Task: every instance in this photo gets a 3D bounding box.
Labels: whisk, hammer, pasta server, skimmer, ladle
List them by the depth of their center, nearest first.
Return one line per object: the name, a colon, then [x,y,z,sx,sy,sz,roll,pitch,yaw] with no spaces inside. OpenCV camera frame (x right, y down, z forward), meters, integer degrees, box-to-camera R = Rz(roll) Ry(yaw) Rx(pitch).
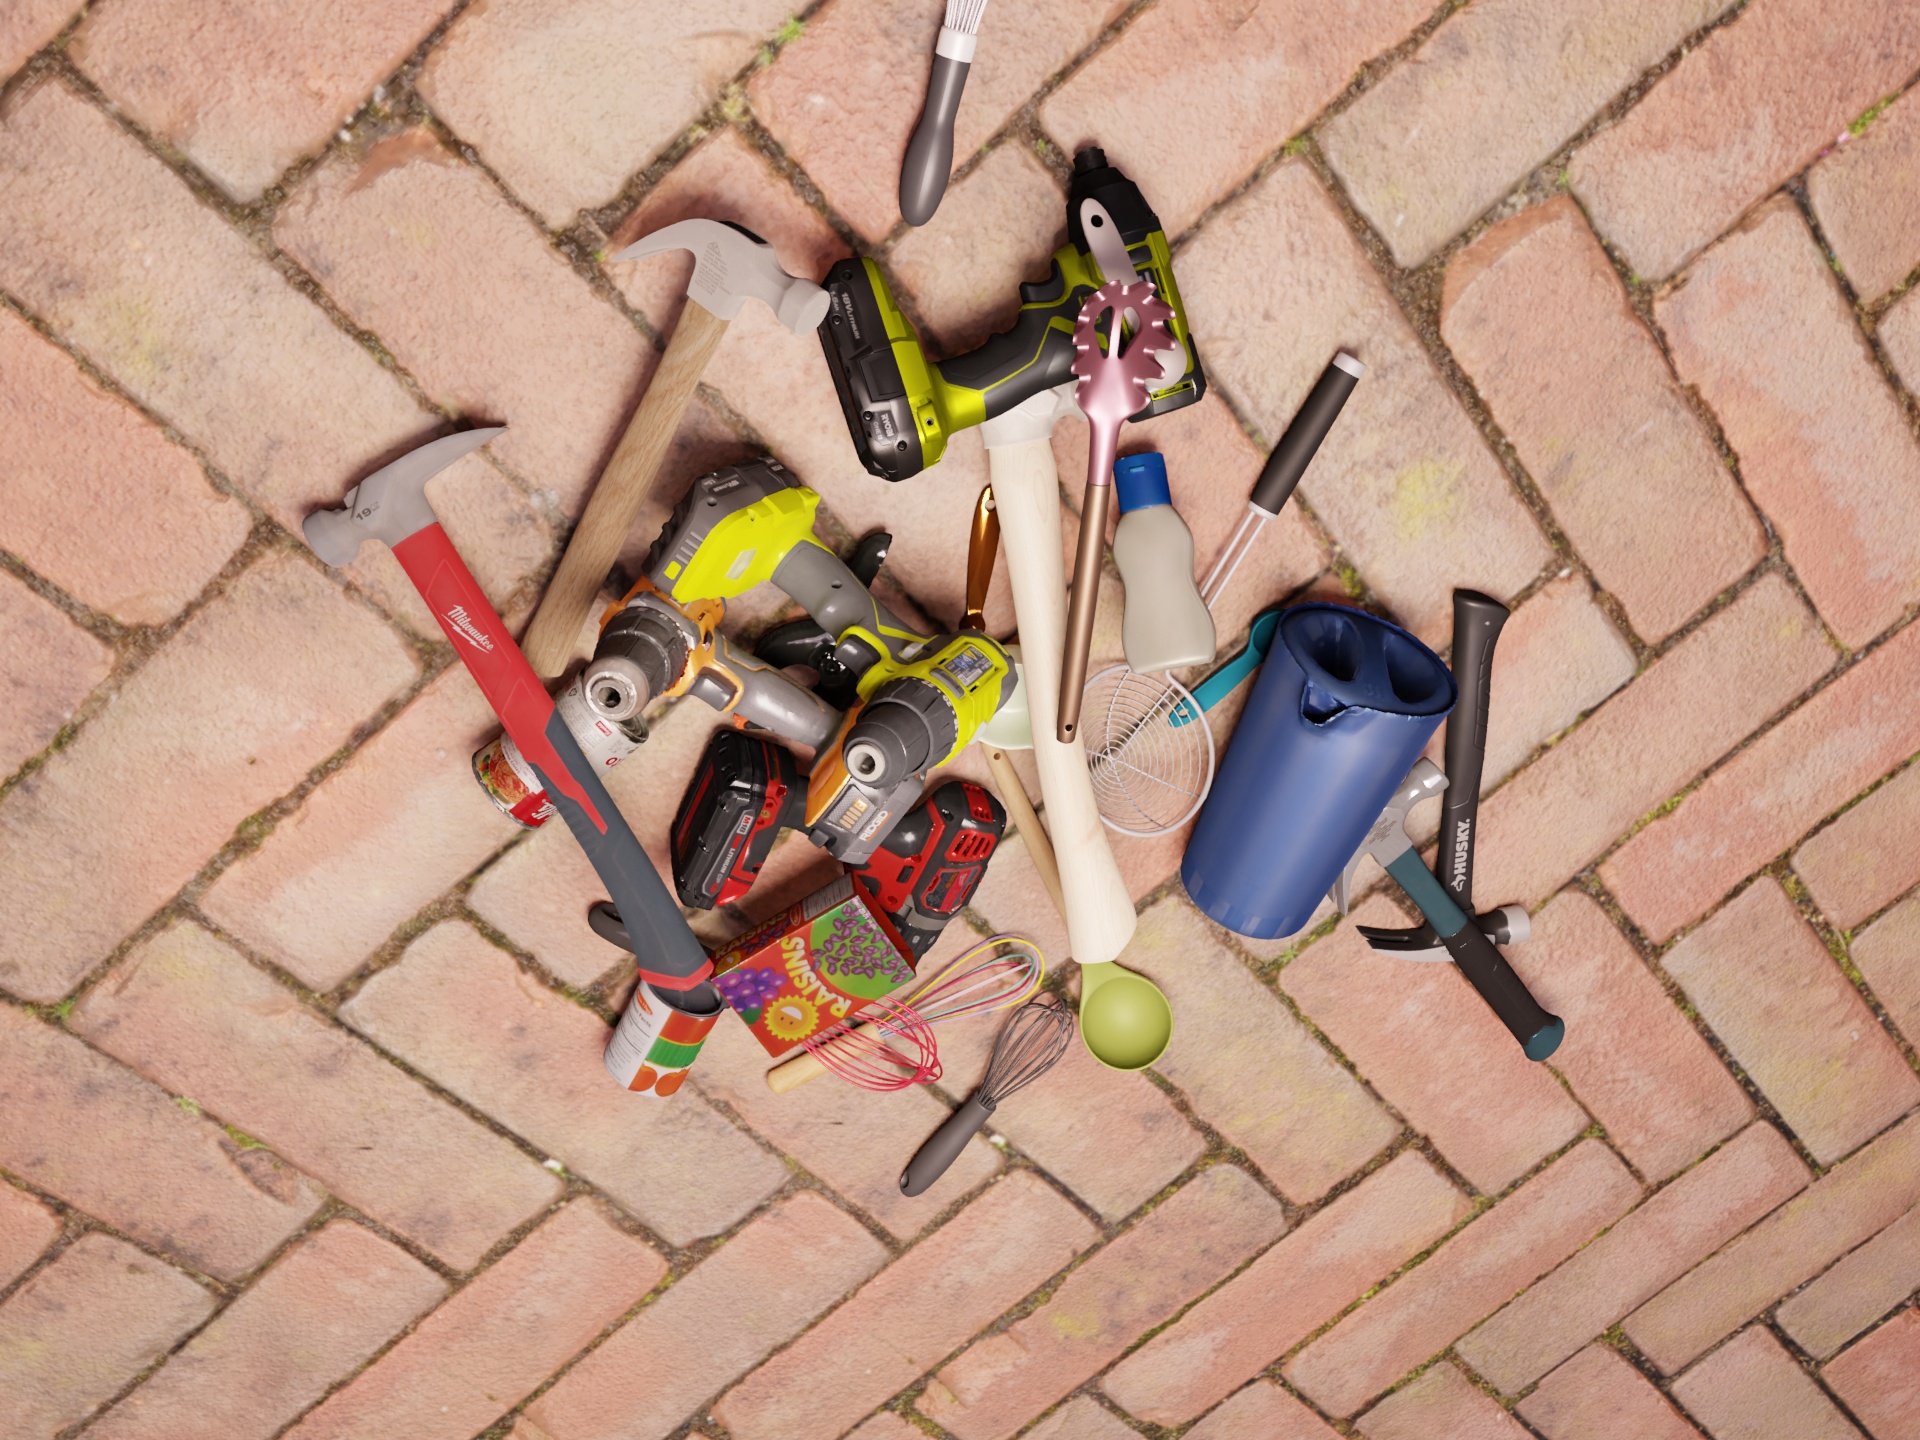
whisk: [0.006,-0.432,0.934,0.070,0.070,0.284,8,120,-16]
pasta server: [0.084,-0.121,0.998,0.060,0.040,0.316,3,119,-5]
hammer: [-0.209,-0.165,1.010,0.130,0.031,0.331,39,116,11]
hammer: [-0.259,0.002,1.034,0.143,0.038,0.386,-30,99,4]
hammer: [0.053,-0.028,1.094,0.146,0.038,0.410,-11,101,-6]
skimmer: [0.192,-0.087,1.126,0.127,0.090,0.363,23,110,-19]
whisk: [-0.144,0.206,1.202,0.295,0.073,0.073,26,109,-9]
ladle: [0.086,0.146,1.244,0.078,0.062,0.320,-30,117,-9]
whisk: [-0.043,0.243,1.272,0.245,0.051,0.047,-27,125,6]
hammer: [0.397,0.051,1.274,0.146,0.035,0.334,-9,118,-8]
hammer: [0.410,0.175,1.300,0.128,0.033,0.330,-40,118,7]
whisk: [0.018,0.315,1.323,0.055,0.055,0.239,28,112,-23]

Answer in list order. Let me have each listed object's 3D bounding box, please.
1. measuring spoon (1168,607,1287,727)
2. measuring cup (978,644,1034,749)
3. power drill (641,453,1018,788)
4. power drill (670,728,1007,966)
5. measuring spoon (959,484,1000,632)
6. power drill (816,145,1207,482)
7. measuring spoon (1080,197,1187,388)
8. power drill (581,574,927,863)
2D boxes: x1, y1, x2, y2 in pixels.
measuring spoon: [0.204,-0.041,1.199,0.042,0.021,0.128,38,113,-26]
measuring cup: [-0.002,-0.004,1.165,0.167,0.038,0.083,-22,123,19]
power drill: [-0.082,-0.057,0.993,0.228,0.190,0.080,41,117,5]
power drill: [-0.097,0.111,1.175,0.226,0.080,0.187,16,119,-24]
measuring spoon: [0.015,-0.109,1.121,0.021,0.011,0.116,2,116,-13]
power drill: [0.028,-0.252,1.001,0.223,0.080,0.171,-19,96,-8]
measuring spoon: [0.105,-0.262,0.970,0.034,0.018,0.124,-28,97,-9]
power drill: [-0.132,-0.004,1.016,0.226,0.185,0.084,36,111,-10]
